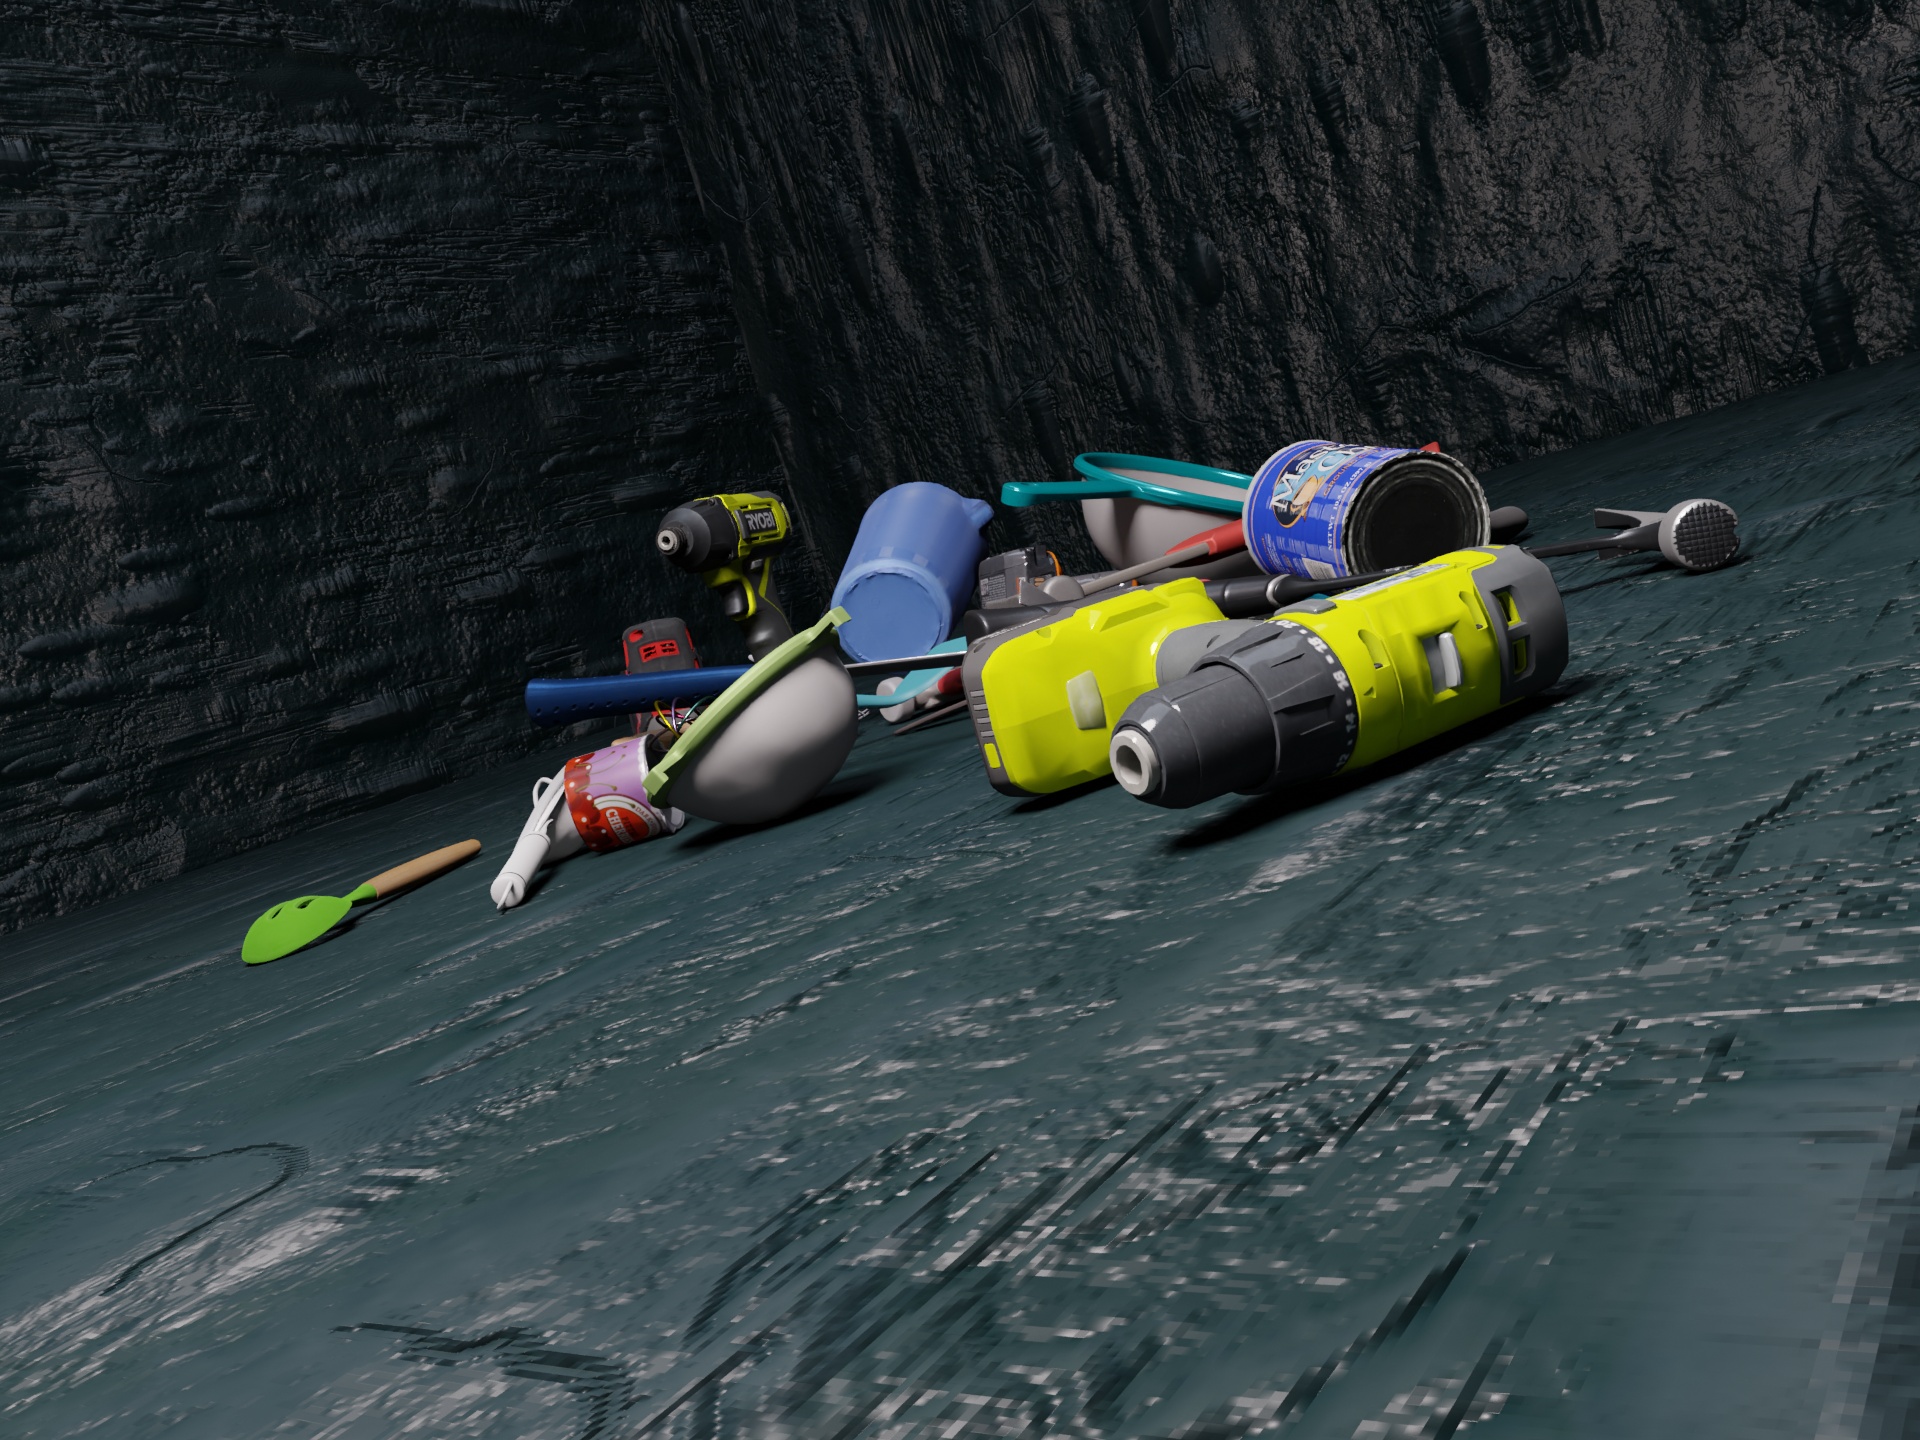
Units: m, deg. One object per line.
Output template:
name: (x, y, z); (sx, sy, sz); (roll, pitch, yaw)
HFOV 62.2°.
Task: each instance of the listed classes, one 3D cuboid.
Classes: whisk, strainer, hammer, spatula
whisk: (-0.168, 0.017, 1.111); (0.047, 0.051, 0.245); (21, -5, 8)
strainer: (-0.115, 0.031, 0.993); (0.151, 0.069, 0.256); (-43, -6, -15)
hammer: (0.196, -0.132, 1.159); (0.359, 0.036, 0.149); (-20, 3, -14)
whisk: (0.387, -0.144, 1.212); (0.073, 0.073, 0.295); (-13, 1, 34)
hammer: (0.084, -0.057, 1.244); (0.143, 0.038, 0.386); (-18, 2, -32)
hammer: (0.202, -0.077, 0.897); (0.409, 0.036, 0.149); (-8, 6, 9)
spatula: (-0.118, -0.019, 1.211); (0.317, 0.044, 0.082); (-13, 3, -33)
strainer: (-0.270, 0.081, 1.018); (0.087, 0.050, 0.258); (-57, 11, 5)
strainer: (0.146, -0.147, 1.264); (0.211, 0.095, 0.340); (24, 23, 39)
hammer: (-0.107, -0.033, 1.065); (0.405, 0.035, 0.144); (-5, -18, 16)

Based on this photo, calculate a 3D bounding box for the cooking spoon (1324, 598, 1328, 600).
cooking spoon: (0.192, -0.056, 1.095); (0.319, 0.017, 0.069); (-17, 6, 8)

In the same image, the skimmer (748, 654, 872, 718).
skimmer: (-0.019, -0.072, 1.537); (0.363, 0.090, 0.127); (-17, 5, -6)

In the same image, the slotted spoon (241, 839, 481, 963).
slotted spoon: (-0.423, 0.121, 1.162); (0.070, 0.031, 0.314); (-16, 4, 9)

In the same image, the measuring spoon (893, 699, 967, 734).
measuring spoon: (-0.002, -0.004, 1.221); (0.124, 0.018, 0.034); (-22, 3, 34)

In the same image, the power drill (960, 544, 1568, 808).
power drill: (0.097, -0.012, 0.641); (0.190, 0.080, 0.228); (-19, 8, -27)

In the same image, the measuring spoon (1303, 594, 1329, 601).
measuring spoon: (0.259, -0.101, 1.326); (0.128, 0.021, 0.042); (-14, 6, 16)

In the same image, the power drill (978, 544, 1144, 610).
power drill: (0.143, -0.119, 1.437); (0.226, 0.084, 0.164); (-4, 2, -12)

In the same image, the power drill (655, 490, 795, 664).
power drill: (-0.171, -0.072, 1.285); (0.080, 0.223, 0.171); (-15, 5, 21)

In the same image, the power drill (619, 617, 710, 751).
power drill: (-0.253, -0.006, 1.397); (0.078, 0.143, 0.219); (-14, -2, -10)
